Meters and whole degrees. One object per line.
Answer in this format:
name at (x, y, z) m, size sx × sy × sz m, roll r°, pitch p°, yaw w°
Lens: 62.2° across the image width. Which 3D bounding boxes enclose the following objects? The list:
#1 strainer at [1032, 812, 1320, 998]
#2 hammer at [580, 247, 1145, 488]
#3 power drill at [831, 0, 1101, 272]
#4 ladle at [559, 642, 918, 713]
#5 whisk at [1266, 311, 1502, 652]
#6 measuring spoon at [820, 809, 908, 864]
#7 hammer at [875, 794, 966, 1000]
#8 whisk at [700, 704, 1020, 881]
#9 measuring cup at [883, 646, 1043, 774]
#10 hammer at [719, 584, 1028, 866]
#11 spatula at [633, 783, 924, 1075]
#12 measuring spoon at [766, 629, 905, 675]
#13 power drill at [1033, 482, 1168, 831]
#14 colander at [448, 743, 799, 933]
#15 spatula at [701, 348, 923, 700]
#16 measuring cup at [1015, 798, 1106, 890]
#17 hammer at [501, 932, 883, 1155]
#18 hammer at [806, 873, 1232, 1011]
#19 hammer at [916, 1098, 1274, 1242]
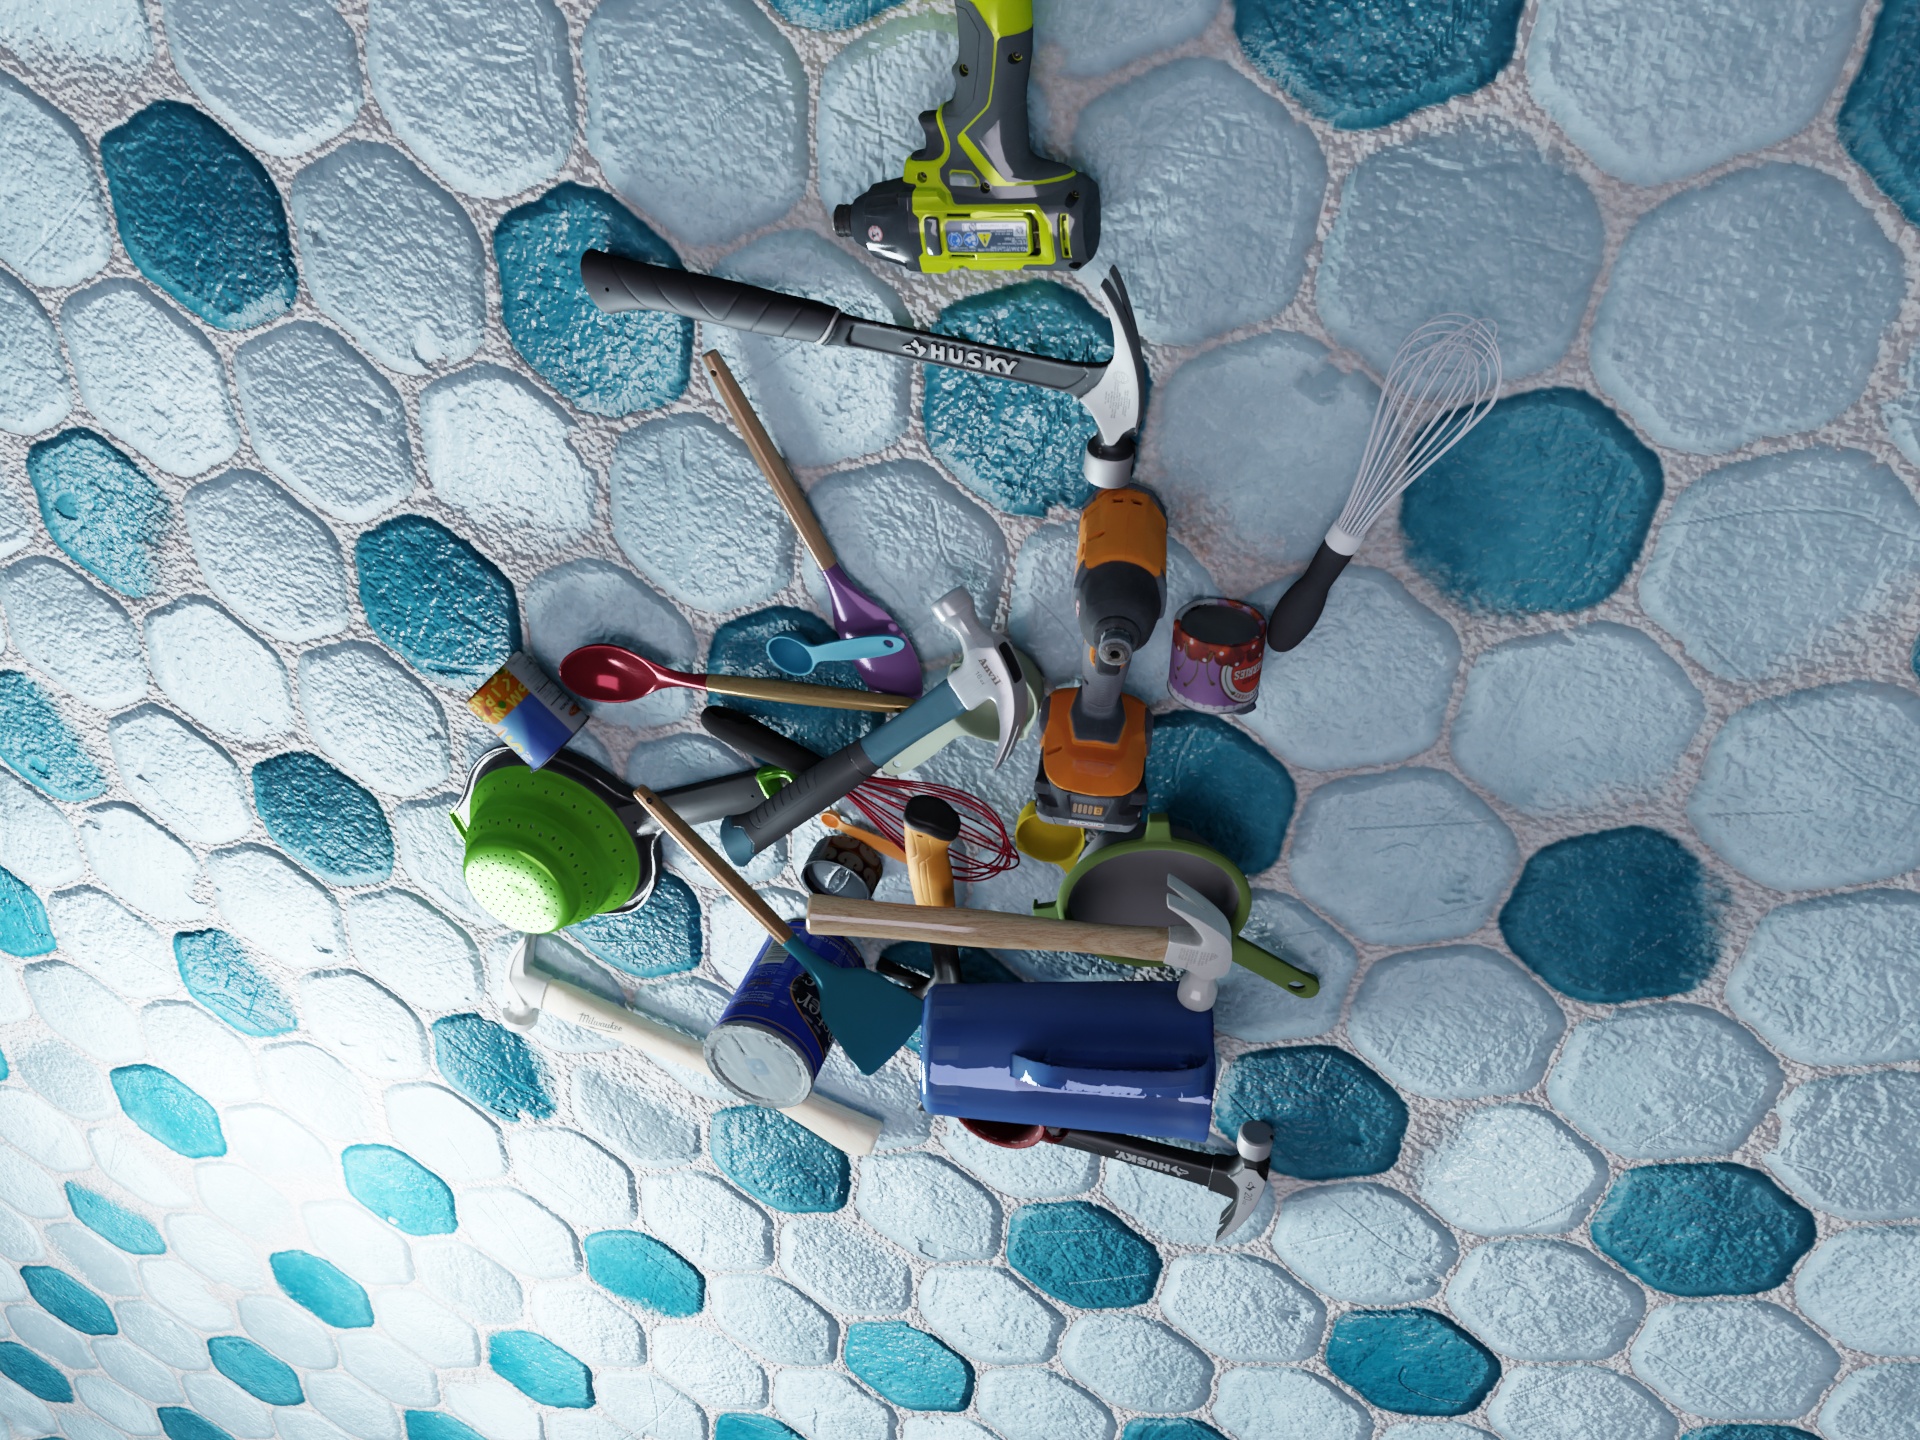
strainer at (0.193, 0.148, 1.279) m, size 0.256 × 0.069 × 0.151 m, roll 30°, pitch 128°, yaw -25°
hammer at (-0.072, -0.268, 1.081) m, size 0.409 × 0.036 × 0.149 m, roll 15°, pitch 134°, yaw 12°
power drill at (-0.009, -0.381, 0.955) m, size 0.171 × 0.080 × 0.223 m, roll 6°, pitch 129°, yaw 17°
ladle at (-0.183, -0.029, 1.303) m, size 0.315 × 0.031 × 0.069 m, roll 7°, pitch 140°, yaw 17°
whisk at (0.265, -0.144, 1.034) m, size 0.070 × 0.070 × 0.284 m, roll 26°, pitch 134°, yaw 2°
measuring spoon at (-0.067, 0.104, 1.373) m, size 0.117 × 0.011 × 0.021 m, roll 25°, pitch 140°, yaw -2°
hammer at (-0.026, 0.158, 1.312) m, size 0.127 × 0.034 × 0.336 m, roll 14°, pitch 147°, yaw 12°
whisk at (-0.085, 0.056, 1.314) m, size 0.296 × 0.073 × 0.073 m, roll 25°, pitch 130°, yaw 9°
measuring cup at (-0.002, -0.004, 1.251) m, size 0.083 × 0.038 × 0.167 m, roll 45°, pitch 129°, yaw -13°
hammer at (-0.079, 0.029, 1.247) m, size 0.331 × 0.033 × 0.128 m, roll -34°, pitch 93°, yaw 34°
spatula at (-0.164, 0.169, 1.367) m, size 0.317 × 0.082 × 0.044 m, roll 46°, pitch 169°, yaw -11°
measuring spoon at (-0.095, -0.061, 1.248) m, size 0.128 × 0.021 × 0.042 m, roll -5°, pitch 132°, yaw 31°
power drill at (0.101, -0.030, 1.110) m, size 0.084 × 0.164 × 0.226 m, roll 7°, pitch 129°, yaw 3°
colander at (-0.315, 0.110, 1.417) m, size 0.397 × 0.094 × 0.204 m, roll -13°, pitch 119°, yaw 29°
spatula at (-0.110, -0.139, 1.205) m, size 0.060 × 0.018 × 0.315 m, roll -11°, pitch 121°, yaw 33°
measuring cup at (0.100, 0.118, 1.314) m, size 0.062 × 0.029 × 0.156 m, roll -21°, pitch 127°, yaw 27°
hammer at (-0.268, 0.330, 1.598) m, size 0.410 × 0.038 × 0.146 m, roll 23°, pitch 128°, yaw 4°
hammer at (0.046, 0.162, 1.232) m, size 0.331 × 0.031 × 0.130 m, roll 5°, pitch 134°, yaw -1°
hammer at (0.119, 0.396, 1.496) m, size 0.335 × 0.035 × 0.146 m, roll 12°, pitch 127°, yaw 13°
